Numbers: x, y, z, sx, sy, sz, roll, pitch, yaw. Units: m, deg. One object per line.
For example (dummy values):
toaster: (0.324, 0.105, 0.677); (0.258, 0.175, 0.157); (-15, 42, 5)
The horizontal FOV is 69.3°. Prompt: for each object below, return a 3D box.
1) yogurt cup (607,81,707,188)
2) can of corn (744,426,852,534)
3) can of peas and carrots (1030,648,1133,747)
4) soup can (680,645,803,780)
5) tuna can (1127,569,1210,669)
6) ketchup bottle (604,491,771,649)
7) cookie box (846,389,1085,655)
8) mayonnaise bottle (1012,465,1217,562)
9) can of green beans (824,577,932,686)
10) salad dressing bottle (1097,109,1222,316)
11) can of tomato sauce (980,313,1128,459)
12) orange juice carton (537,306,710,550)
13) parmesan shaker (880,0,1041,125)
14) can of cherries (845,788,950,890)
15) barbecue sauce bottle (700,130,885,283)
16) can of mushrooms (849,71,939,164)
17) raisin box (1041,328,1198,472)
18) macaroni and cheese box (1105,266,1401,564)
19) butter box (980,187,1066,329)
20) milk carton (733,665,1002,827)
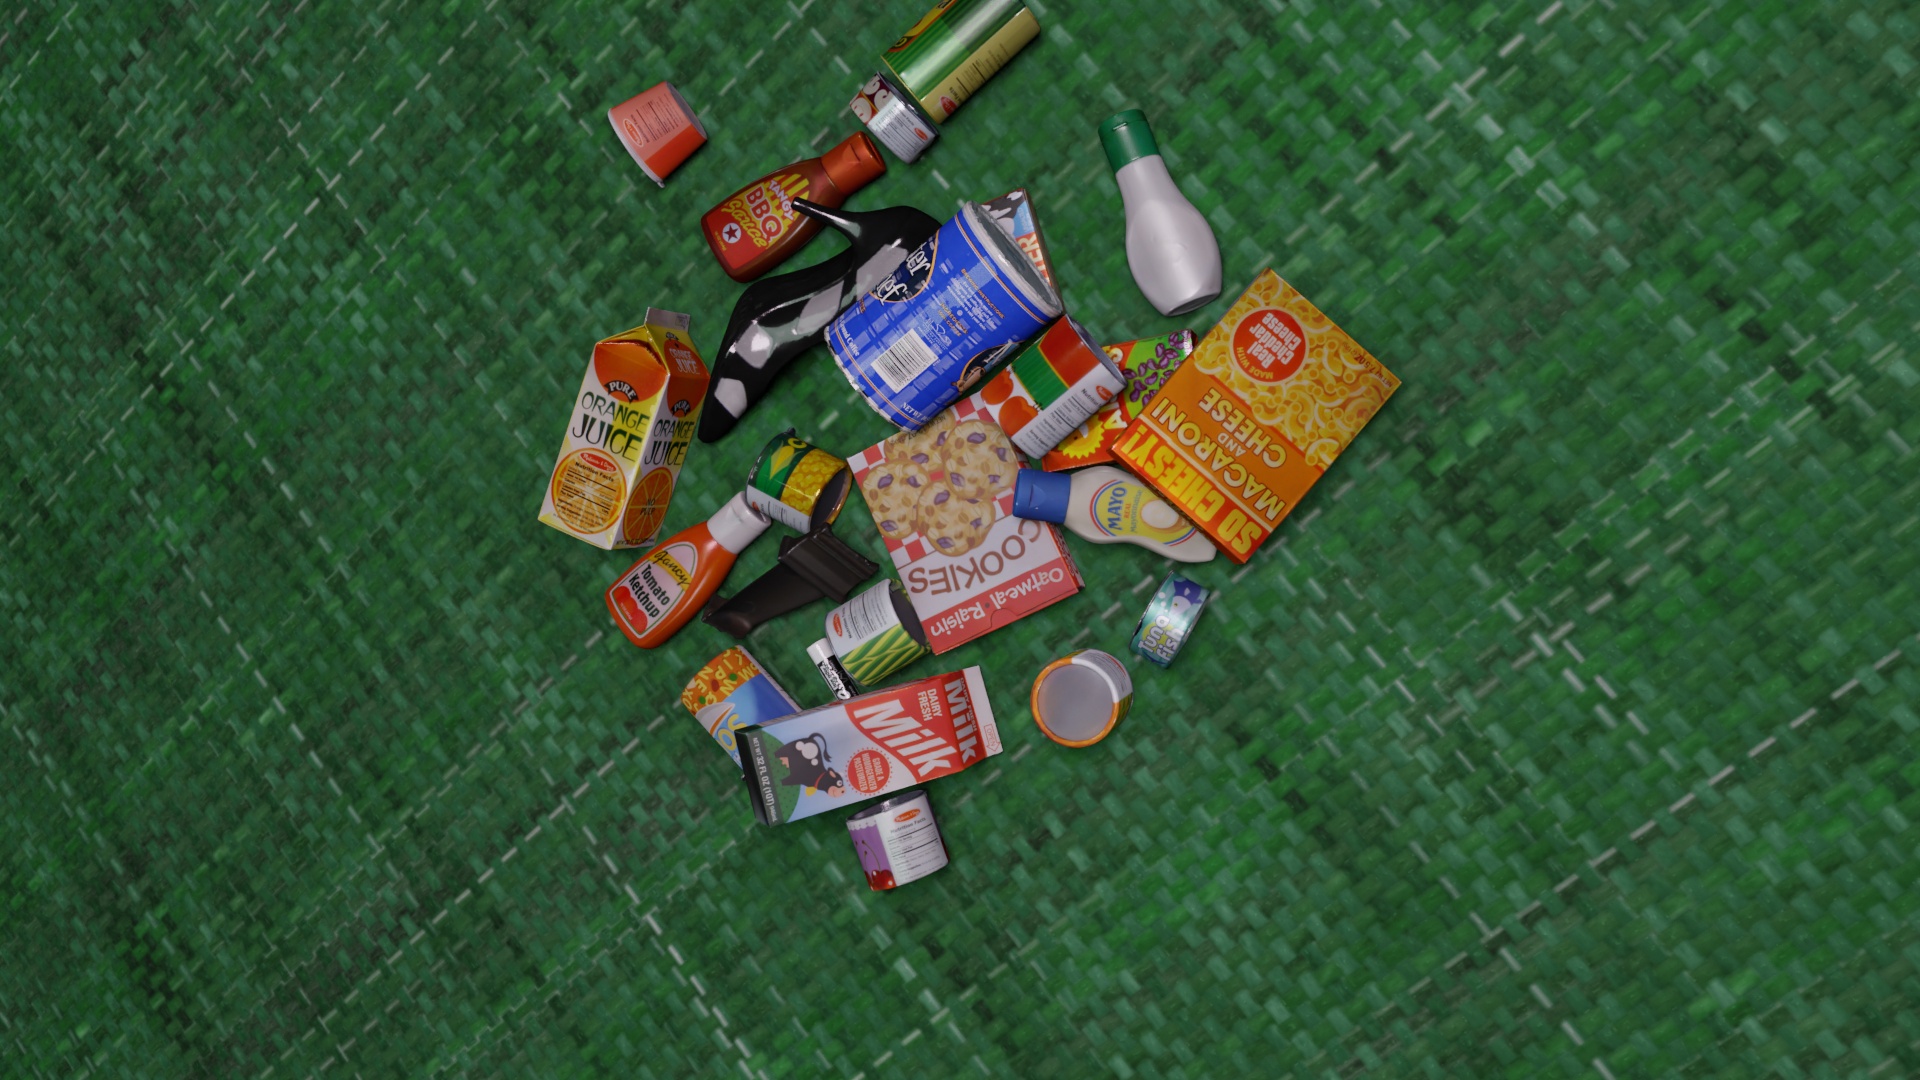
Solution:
yogurt cup: (-0.240, -0.328, 1.108); (0.054, 0.072, 0.072); (-33, 83, 7)
can of corn: (-0.123, -0.045, 1.079); (0.058, 0.071, 0.071); (27, 99, 13)
can of peas and carrots: (0.088, 0.118, 1.023); (0.071, 0.059, 0.071); (0, 92, 17)
soup can: (-0.172, 0.136, 1.096); (0.084, 0.071, 0.071); (45, 103, 11)
tuna can: (0.150, 0.058, 0.997); (0.033, 0.071, 0.071); (29, 100, 13)
ketchup bottle: (-0.217, 0.020, 1.120); (0.148, 0.043, 0.065); (-40, 72, 13)
cookie box: (0.004, -0.013, 1.055); (0.123, 0.040, 0.167); (-26, 84, 15)
mayonnaise bottle: (0.113, -0.024, 1.001); (0.148, 0.041, 0.064); (8, 95, -2)
can of green beans: (-0.062, 0.070, 1.063); (0.057, 0.071, 0.071); (-31, 83, 15)
salad dressing bottle: (0.142, -0.238, 1.006); (0.064, 0.044, 0.147); (-22, 84, 18)
can of tomato sauce: (0.064, -0.109, 0.979); (0.083, 0.071, 0.071); (-40, 81, 14)
orange juice carton: (-0.263, -0.094, 1.116); (0.073, 0.072, 0.192); (22, 98, 15)
parmesan shaker: (0.001, -0.369, 1.033); (0.103, 0.071, 0.071); (-40, 81, 10)
can of cherries: (-0.048, 0.230, 1.066); (0.071, 0.071, 0.058); (-21, 87, 16)
barbecue sauce bottle: (-0.129, -0.265, 1.086); (0.148, 0.044, 0.065); (-30, 82, 15)
can of mushrooms: (-0.050, -0.320, 1.051); (0.033, 0.071, 0.071); (-44, 80, 15)
raisin box: (0.118, -0.100, 1.019); (0.123, 0.040, 0.086); (-9, 90, 17)
macaroni and cheese box: (0.201, -0.085, 0.963); (0.124, 0.040, 0.166); (41, 87, 1)
butter box: (0.041, -0.207, 1.047); (0.053, 0.024, 0.103); (-18, 86, 17)
milk carton: (-0.065, 0.151, 1.040); (0.191, 0.073, 0.072); (-15, 88, -17)
